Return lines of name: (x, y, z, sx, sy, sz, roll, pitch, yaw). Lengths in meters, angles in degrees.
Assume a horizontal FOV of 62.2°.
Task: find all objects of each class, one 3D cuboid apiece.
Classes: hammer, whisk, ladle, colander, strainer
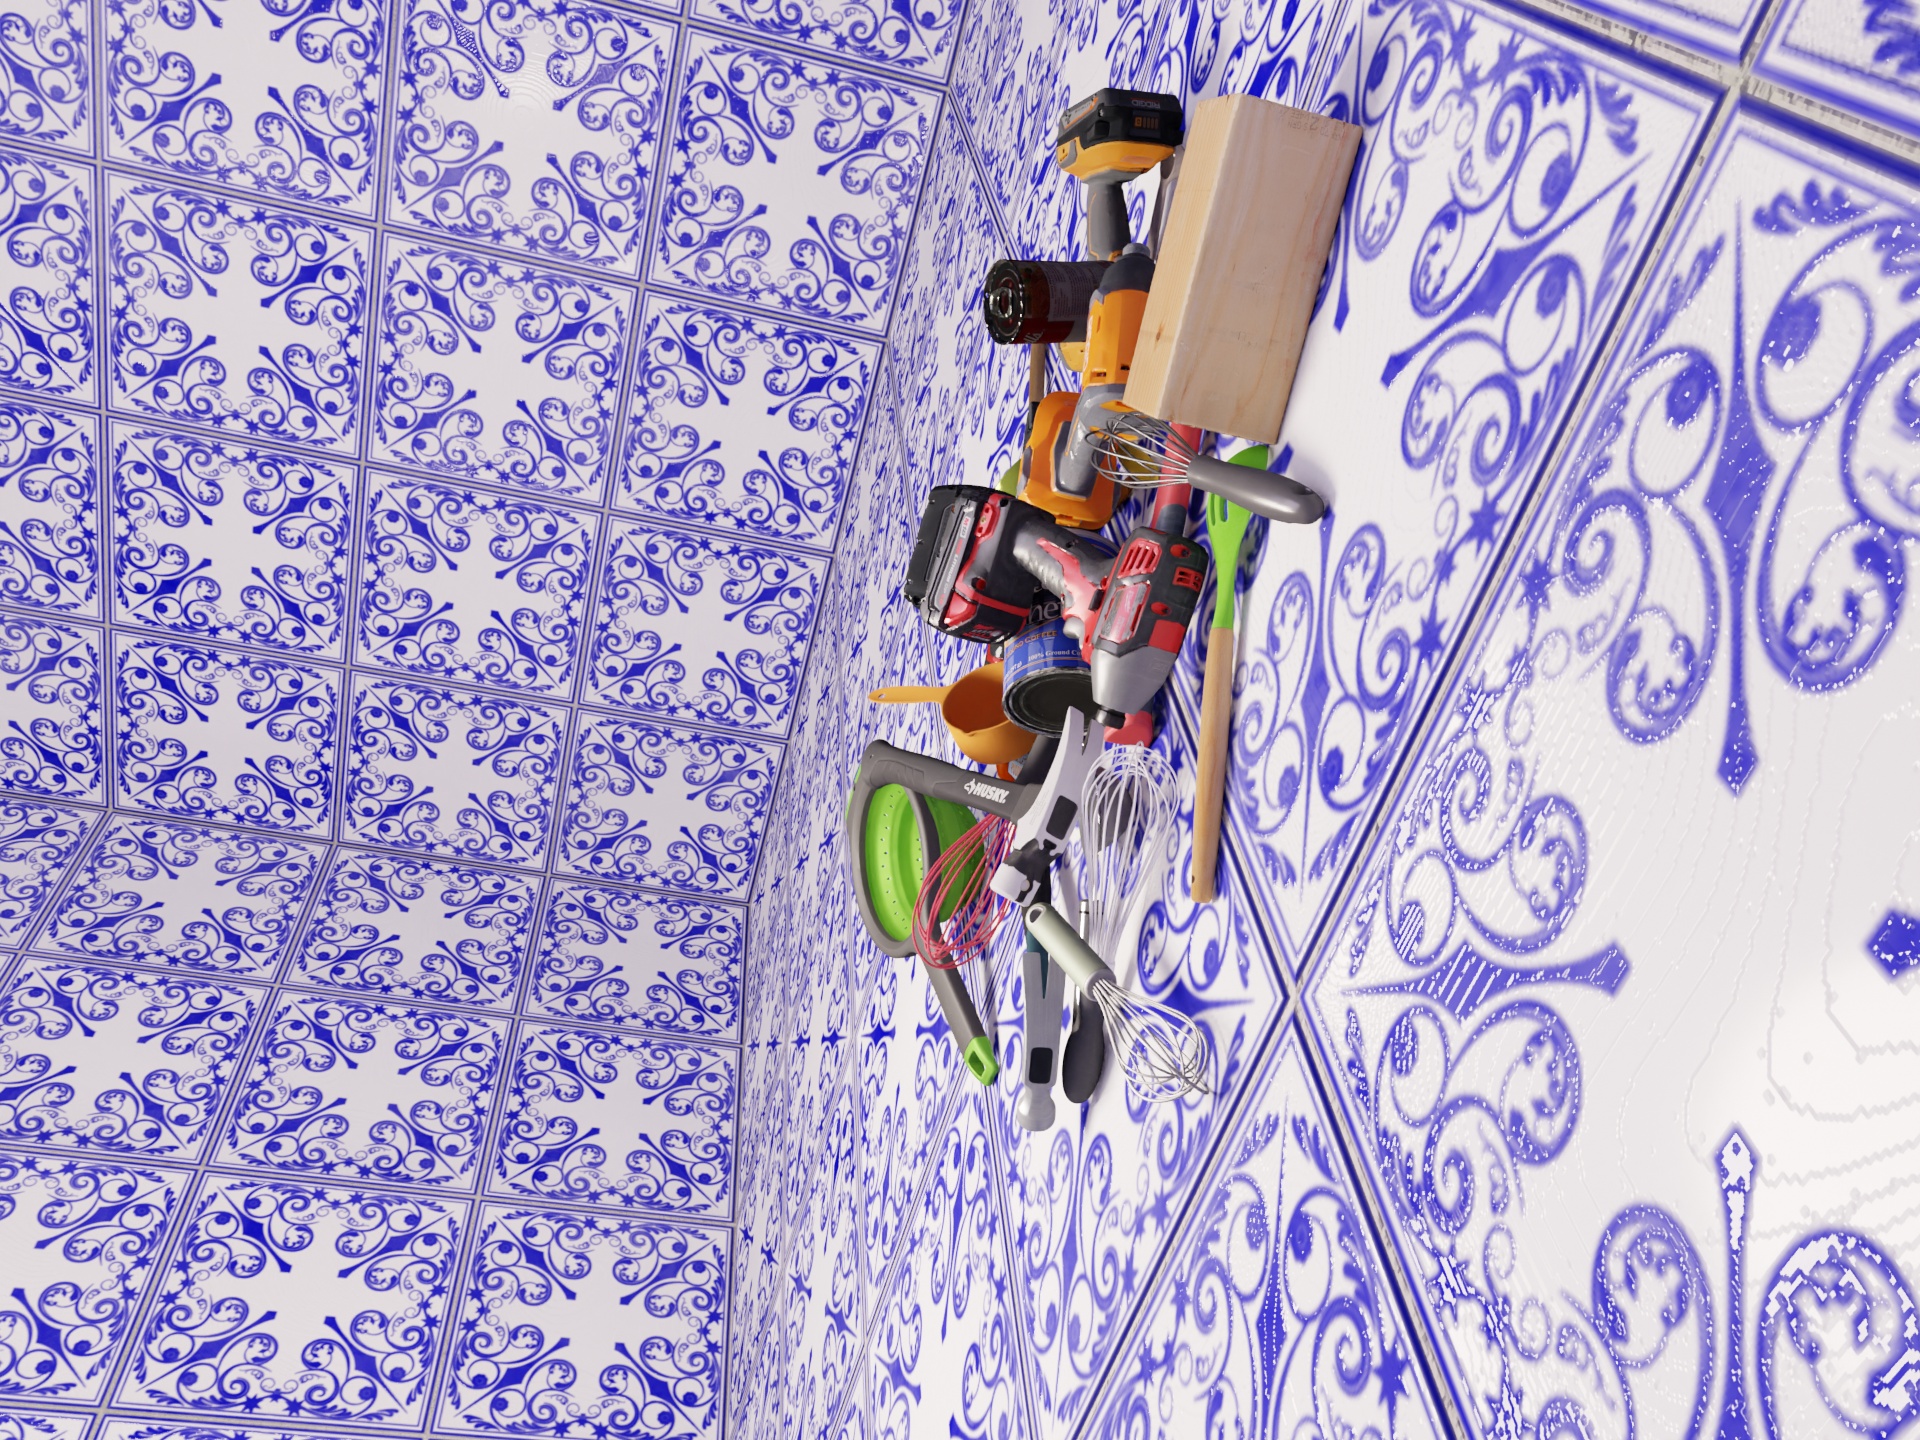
hammer: (0.158, -0.172, 1.211, 0.143, 0.038, 0.386, -151, 72, -79)
whisk: (0.098, 0.181, 1.064, 0.058, 0.059, 0.247, -50, 28, 2)
ladle: (0.071, -0.344, 1.726, 0.078, 0.062, 0.320, 118, 161, -49)
colander: (-0.009, 0.197, 1.611, 0.398, 0.094, 0.204, -117, 35, -42)
strainer: (0.102, 0.134, 1.214, 0.087, 0.050, 0.258, 168, 106, -84)
hammer: (0.001, 0.047, 1.280, 0.146, 0.035, 0.335, -62, 26, -7)
whisk: (0.105, 0.151, 1.152, 0.070, 0.070, 0.284, -118, 35, -71)
hammer: (0.062, 0.170, 1.303, 0.331, 0.033, 0.128, -88, 0, -58)
whisk: (0.044, 0.074, 1.305, 0.296, 0.073, 0.073, -59, 3, -23)
whisk: (0.157, -0.165, 1.053, 0.239, 0.055, 0.055, 35, 116, 55)

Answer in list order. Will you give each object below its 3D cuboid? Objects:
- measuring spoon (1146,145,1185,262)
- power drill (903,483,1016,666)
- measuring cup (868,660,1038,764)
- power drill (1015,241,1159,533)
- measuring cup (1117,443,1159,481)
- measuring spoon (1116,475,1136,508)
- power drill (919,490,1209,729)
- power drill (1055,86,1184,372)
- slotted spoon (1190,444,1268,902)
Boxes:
measuring spoon: (0.181, -0.447, 1.403, 0.034, 0.018, 0.124, -112, 27, -55)
power drill: (0.042, -0.141, 1.451, 0.226, 0.080, 0.188, 36, -113, -64)
measuring cup: (-0.002, -0.004, 1.397, 0.095, 0.174, 0.052, -59, -43, -36)
power drill: (0.109, -0.258, 1.259, 0.226, 0.084, 0.164, 118, 161, -65)
measuring cup: (0.148, -0.234, 1.365, 0.157, 0.029, 0.062, -121, 42, -55)
measuring spoon: (0.135, -0.188, 1.408, 0.117, 0.011, 0.021, 135, 144, -64)
power drill: (0.076, -0.086, 1.176, 0.220, 0.078, 0.143, 24, 99, 45)
power drill: (0.141, -0.416, 1.361, 0.185, 0.084, 0.226, -156, 66, -70)
slotted spoon: (0.173, -0.036, 1.057, 0.070, 0.031, 0.314, 148, 130, -73)
